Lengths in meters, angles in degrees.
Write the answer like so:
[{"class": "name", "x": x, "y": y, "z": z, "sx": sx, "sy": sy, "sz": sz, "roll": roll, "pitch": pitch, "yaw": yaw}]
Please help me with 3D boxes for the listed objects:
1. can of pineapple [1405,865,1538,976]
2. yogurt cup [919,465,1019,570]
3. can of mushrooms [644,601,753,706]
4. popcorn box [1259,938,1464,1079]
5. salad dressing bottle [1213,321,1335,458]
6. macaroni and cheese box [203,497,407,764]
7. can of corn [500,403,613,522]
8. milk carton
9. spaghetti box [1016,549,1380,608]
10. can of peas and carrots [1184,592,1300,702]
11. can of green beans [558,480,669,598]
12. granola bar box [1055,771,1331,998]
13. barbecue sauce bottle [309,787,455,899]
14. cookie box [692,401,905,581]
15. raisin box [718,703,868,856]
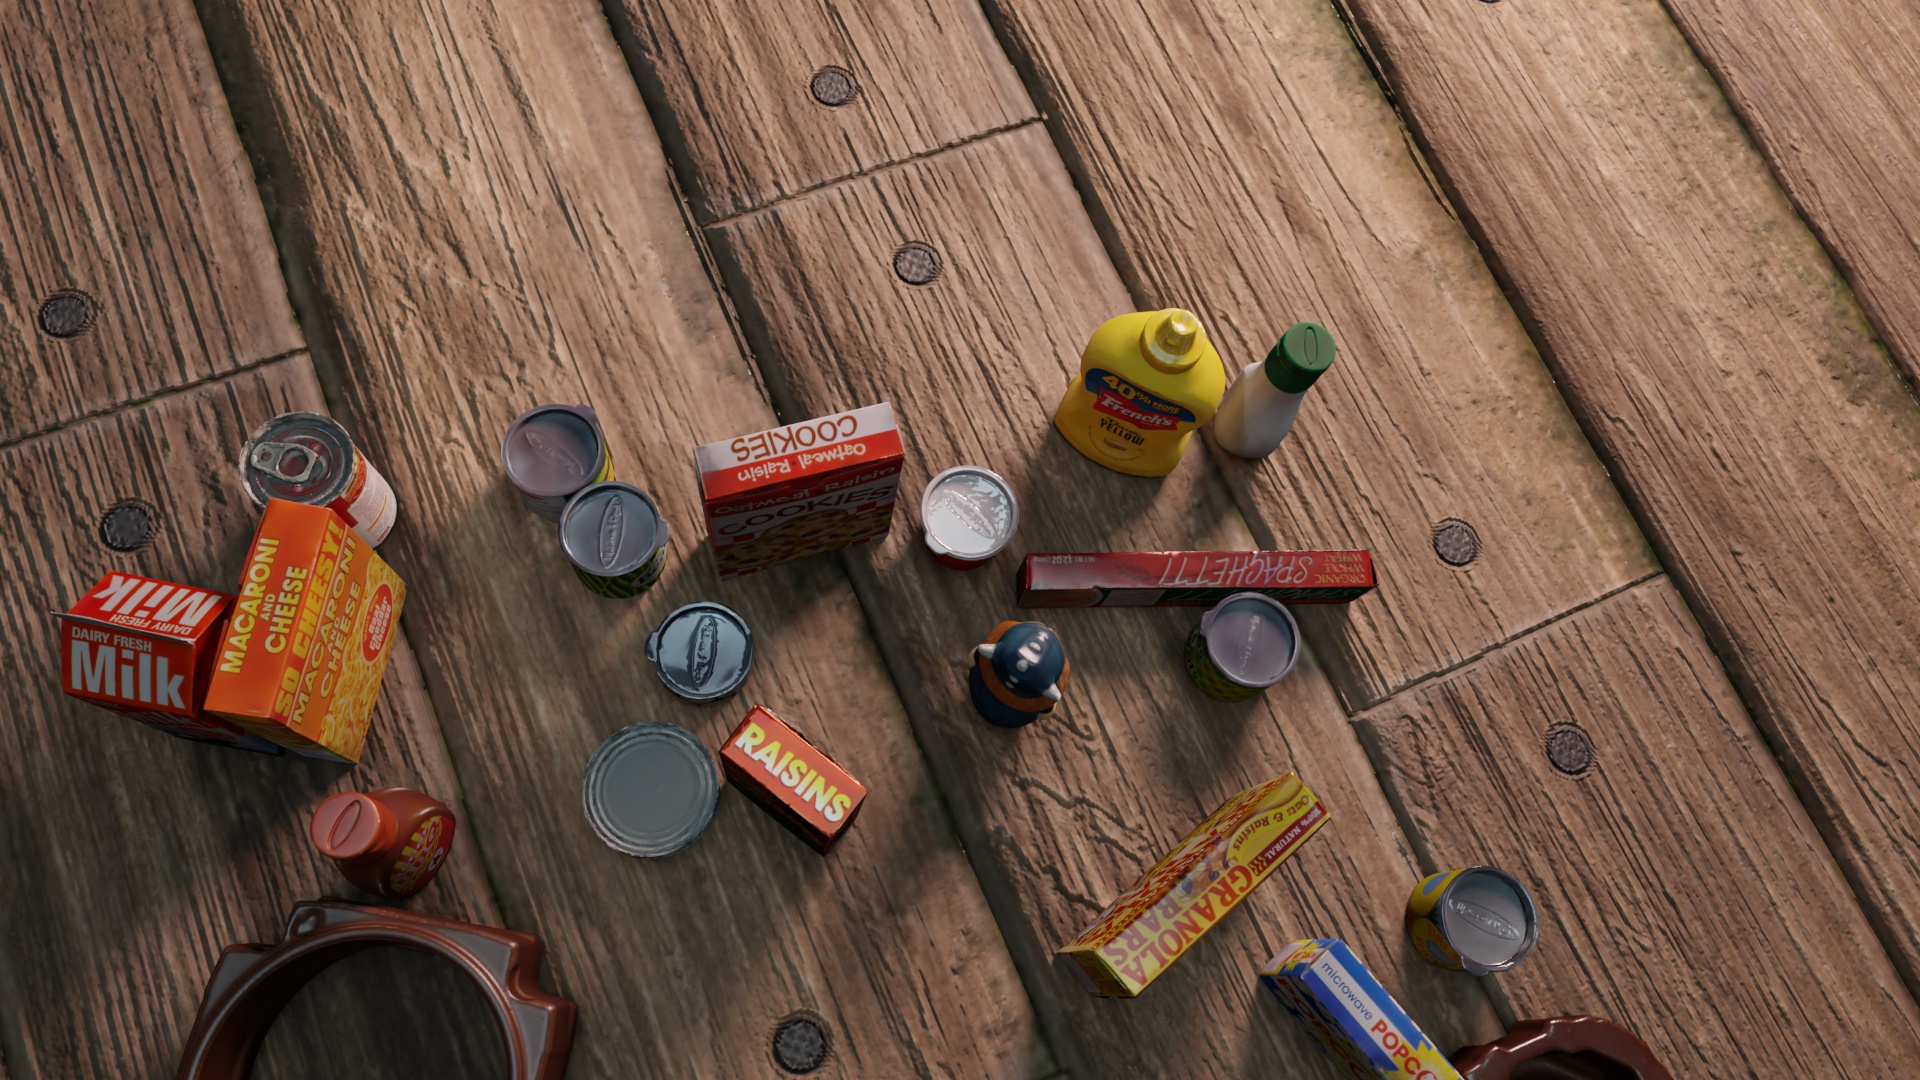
[{"class": "can of pineapple", "x": 0.336, "y": 0.252, "z": 0.918, "sx": 0.071, "sy": 0.057, "sz": 0.071, "roll": 2, "pitch": 72, "yaw": -6}, {"class": "yogurt cup", "x": 0.003, "y": -0.012, "z": 0.966, "sx": 0.072, "sy": 0.053, "sz": 0.072, "roll": 2, "pitch": 72, "yaw": -6}, {"class": "can of mushrooms", "x": -0.173, "y": 0.076, "z": 0.926, "sx": 0.071, "sy": 0.033, "sz": 0.071, "roll": 2, "pitch": 72, "yaw": -6}, {"class": "popcorn box", "x": 0.254, "y": 0.311, "z": 0.874, "sx": 0.038, "sy": 0.085, "sz": 0.127, "roll": -38, "pitch": 80, "yaw": -16}, {"class": "salad dressing bottle", "x": 0.219, "y": -0.104, "z": 0.973, "sx": 0.044, "sy": 0.147, "sz": 0.064, "roll": 5, "pitch": 72, "yaw": -5}, {"class": "macaroni and cheese box", "x": -0.388, "y": 0.060, "z": 0.835, "sx": 0.040, "sy": 0.166, "sz": 0.124, "roll": 9, "pitch": 72, "yaw": -4}, {"class": "can of corn", "x": -0.270, "y": -0.053, "z": 0.943, "sx": 0.071, "sy": 0.058, "sz": 0.071, "roll": 2, "pitch": 72, "yaw": -6}, {"class": "milk carton", "x": -0.450, "y": 0.072, "z": 0.811, "sx": 0.072, "sy": 0.190, "sz": 0.073, "roll": 11, "pitch": 72, "yaw": -3}, {"class": "spaghetti box", "x": 0.165, "y": 0.027, "z": 0.975, "sx": 0.250, "sy": 0.050, "sz": 0.029, "roll": -1, "pitch": 73, "yaw": -7}, {"class": "can of peas and carrots", "x": 0.191, "y": 0.074, "z": 0.958, "sx": 0.071, "sy": 0.058, "sz": 0.071, "roll": 2, "pitch": 72, "yaw": -6}, {"class": "can of green beans", "x": -0.231, "y": 0.001, "z": 0.931, "sx": 0.071, "sy": 0.057, "sz": 0.071, "roll": 2, "pitch": 72, "yaw": -6}, {"class": "granola bar box", "x": 0.143, "y": 0.218, "z": 0.871, "sx": 0.166, "sy": 0.123, "sz": 0.039, "roll": -37, "pitch": 80, "yaw": -16}, {"class": "barbecue sauce bottle", "x": -0.339, "y": 0.174, "z": 0.813, "sx": 0.044, "sy": 0.148, "sz": 0.065, "roll": 25, "pitch": 71, "yaw": 1}, {"class": "cookie box", "x": -0.104, "y": -0.028, "z": 0.898, "sx": 0.123, "sy": 0.167, "sz": 0.040, "roll": -15, "pitch": 75, "yaw": -11}, {"class": "raisin box", "x": -0.103, "y": 0.151, "z": 0.863, "sx": 0.086, "sy": 0.123, "sz": 0.040, "roll": 38, "pitch": 72, "yaw": 6}]
